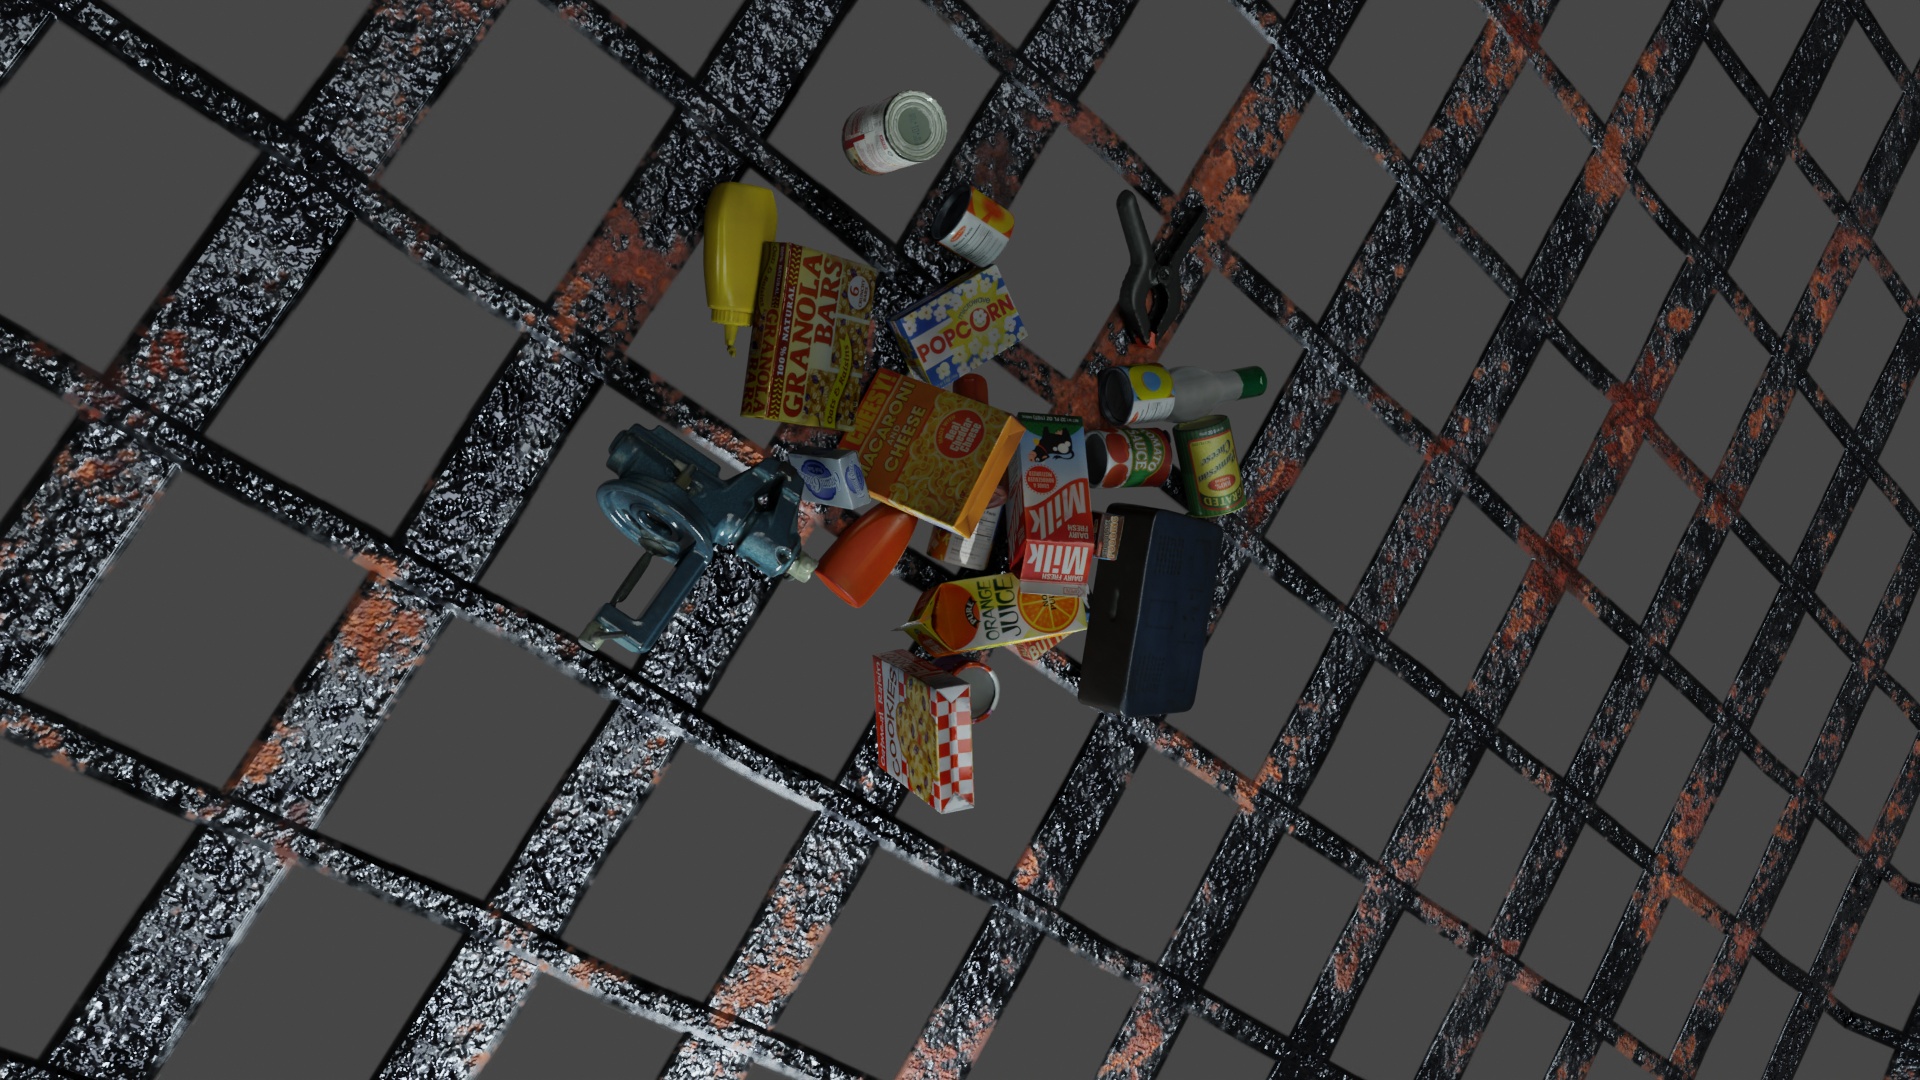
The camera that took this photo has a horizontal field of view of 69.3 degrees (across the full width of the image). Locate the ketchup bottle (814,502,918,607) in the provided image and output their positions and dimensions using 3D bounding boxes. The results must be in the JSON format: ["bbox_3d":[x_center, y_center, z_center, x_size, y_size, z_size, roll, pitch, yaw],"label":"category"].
[{"bbox_3d":[-0.079,-0.006,1.409,0.064,0.043,0.149,46,75,-25],"label":"ketchup bottle"}]

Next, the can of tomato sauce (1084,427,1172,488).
[{"bbox_3d":[0.180,-0.091,1.520,0.083,0.071,0.071,-3,98,-27],"label":"can of tomato sauce"}]

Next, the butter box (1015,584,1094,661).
[{"bbox_3d":[0.101,0.083,1.525,0.104,0.024,0.053,-34,111,-20],"label":"butter box"}]

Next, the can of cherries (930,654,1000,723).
[{"bbox_3d":[-0.002,0.156,1.461,0.071,0.058,0.071,-4,98,-28],"label":"can of cherries"}]

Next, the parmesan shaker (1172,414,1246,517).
[{"bbox_3d":[0.279,-0.084,1.576,0.071,0.071,0.102,-21,105,-24],"label":"parmesan shaker"}]

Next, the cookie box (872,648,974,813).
[{"bbox_3d":[-0.038,0.186,1.384,0.040,0.167,0.122,-6,99,-24],"label":"cookie box"}]

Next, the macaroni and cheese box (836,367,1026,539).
[{"bbox_3d":[-0.036,-0.087,1.356,0.124,0.166,0.040,-62,147,-7],"label":"macaroni and cheese box"}]

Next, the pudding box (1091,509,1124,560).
[{"bbox_3d":[0.141,-0.008,1.502,0.030,0.084,0.049,8,93,-25],"label":"pudding box"}]

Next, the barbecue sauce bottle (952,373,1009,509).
[{"bbox_3d":[0.013,-0.102,1.404,0.065,0.043,0.149,-6,56,3],"label":"barbecue sauce bottle"}]

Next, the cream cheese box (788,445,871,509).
[{"bbox_3d":[-0.127,-0.061,1.344,0.024,0.104,0.053,-25,109,-30],"label":"cream cheese box"}]

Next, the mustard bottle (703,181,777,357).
[{"bbox_3d":[-0.212,-0.253,1.307,0.065,0.049,0.160,4,95,-34],"label":"mustard bottle"}]

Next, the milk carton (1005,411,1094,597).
[{"bbox_3d":[0.089,-0.031,1.422,0.072,0.073,0.191,4,63,-12],"label":"milk carton"}]

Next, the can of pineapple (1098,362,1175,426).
[{"bbox_3d":[0.192,-0.162,1.521,0.058,0.071,0.071,-9,100,-27],"label":"can of pineapple"}]

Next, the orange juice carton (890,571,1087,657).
[{"bbox_3d":[0.027,0.075,1.443,0.193,0.071,0.073,-8,83,-19],"label":"orange juice carton"}]

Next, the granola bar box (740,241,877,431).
[{"bbox_3d":[-0.143,-0.192,1.330,0.124,0.039,0.165,4,95,-52],"label":"granola bar box"}]

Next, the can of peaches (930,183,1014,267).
[{"bbox_3d":[0.013,-0.320,1.408,0.058,0.071,0.071,27,84,-27],"label":"can of peaches"}]

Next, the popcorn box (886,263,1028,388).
[{"bbox_3d":[-0.003,-0.218,1.426,0.127,0.038,0.085,-34,110,-20],"label":"popcorn box"}]

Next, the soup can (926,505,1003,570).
[{"bbox_3d":[0.005,-0.018,1.439,0.071,0.071,0.083,13,95,-28],"label":"soup can"}]

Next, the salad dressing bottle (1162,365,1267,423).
[{"bbox_3d":[0.281,-0.171,1.579,0.148,0.044,0.064,-12,95,-27],"label":"salad dressing bottle"}]
